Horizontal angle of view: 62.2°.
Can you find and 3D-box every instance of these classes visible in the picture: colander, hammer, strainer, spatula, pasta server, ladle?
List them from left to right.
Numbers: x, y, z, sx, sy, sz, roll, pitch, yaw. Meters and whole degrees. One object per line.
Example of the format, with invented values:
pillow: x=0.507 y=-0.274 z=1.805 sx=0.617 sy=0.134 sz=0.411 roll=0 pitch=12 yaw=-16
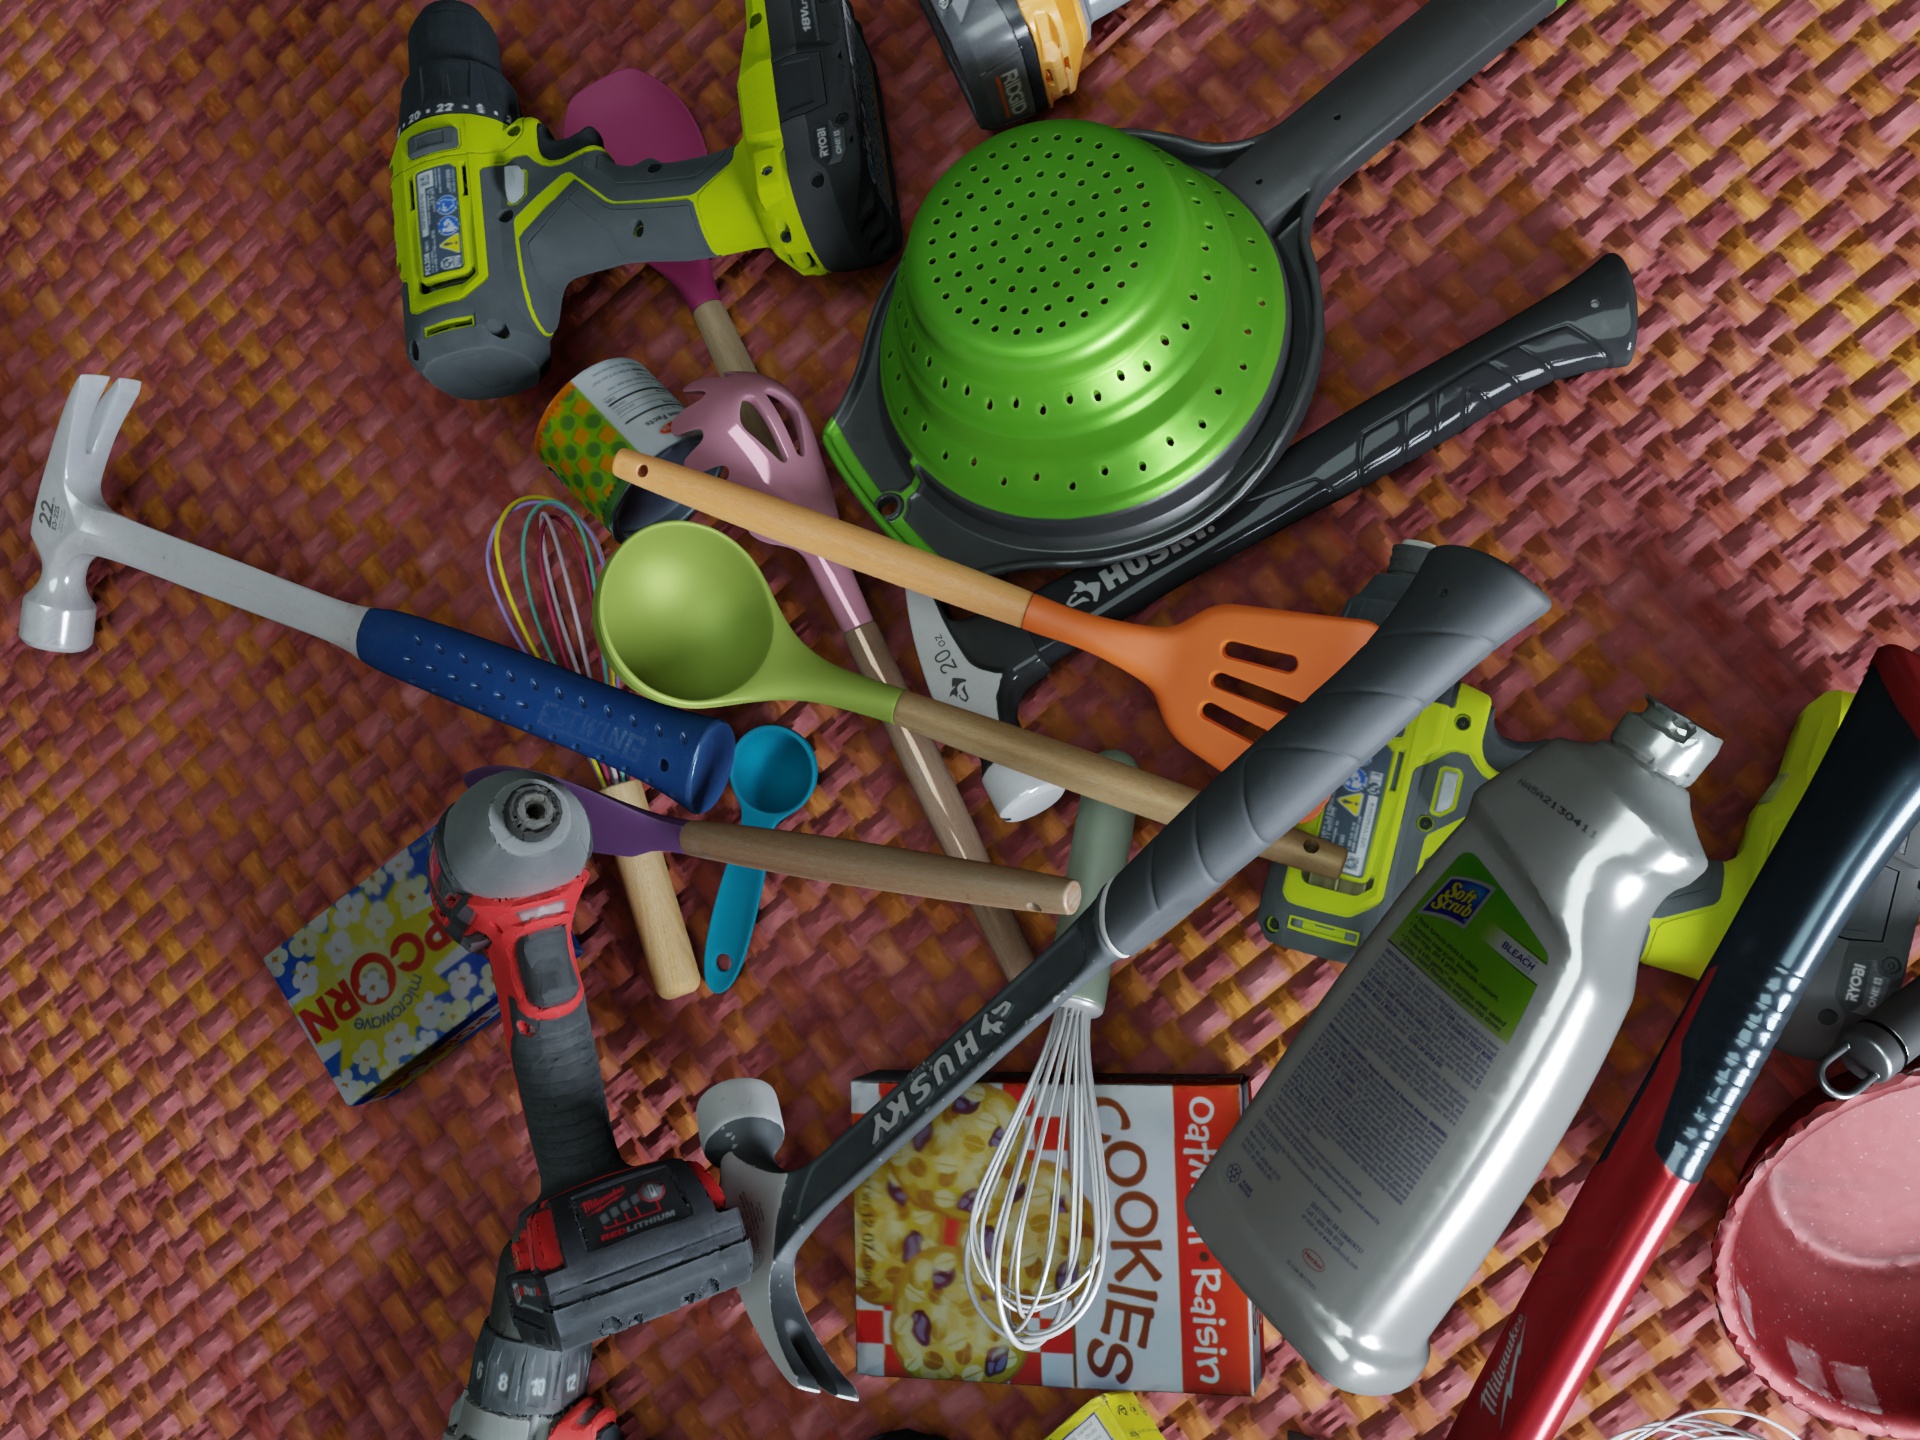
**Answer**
hammer: x=-0.283 y=-0.049 z=0.741 sx=0.406 sy=0.035 sz=0.144 roll=19 pitch=103 yaw=20
spatula: x=-0.092 y=0.049 z=0.651 sx=0.316 sy=0.059 sz=0.018 roll=6 pitch=51 yaw=33
pasta server: x=-0.036 y=-0.014 z=0.696 sx=0.060 sy=0.040 sz=0.316 roll=-26 pitch=91 yaw=-32
ladle: x=-0.001 y=-0.002 z=0.633 sx=0.320 sy=0.062 sz=0.078 roll=20 pitch=67 yaw=13
spatula: x=0.003 y=-0.053 z=0.637 sx=0.322 sy=0.041 sz=0.081 roll=21 pitch=98 yaw=9
hammer: x=0.046 y=0.088 z=0.583 sx=0.409 sy=0.036 sz=0.149 roll=-45 pitch=39 yaw=19
colander: x=0.105 y=-0.224 z=0.646 sx=0.397 sy=0.094 sz=0.205 roll=-39 pitch=67 yaw=2
hammer: x=0.129 y=-0.099 z=0.671 sx=0.335 sy=0.035 sz=0.146 roll=-30 pitch=69 yaw=7
hammer: x=0.229 y=0.151 z=0.553 sx=0.038 sy=0.143 sz=0.386 roll=23 pitch=99 yaw=-12
strainer: x=0.384 y=0.063 z=0.558 sx=0.258 sy=0.050 sz=0.087 roll=-27 pitch=71 yaw=-20

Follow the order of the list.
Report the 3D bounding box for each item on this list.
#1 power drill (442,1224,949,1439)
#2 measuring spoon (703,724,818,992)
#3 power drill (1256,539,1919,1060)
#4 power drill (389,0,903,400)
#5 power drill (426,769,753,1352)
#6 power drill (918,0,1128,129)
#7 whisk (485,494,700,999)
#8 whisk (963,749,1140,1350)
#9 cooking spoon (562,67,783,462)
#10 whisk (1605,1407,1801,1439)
power drill: x=-0.119 y=0.323 z=0.682 sx=0.227 sy=0.080 sz=0.188 roll=8 pitch=87 yaw=17
measuring spoon: x=-0.094 y=0.063 z=0.731 sx=0.042 sy=0.021 sz=0.128 roll=18 pitch=98 yaw=14
power drill: x=0.243 y=0.030 z=0.619 sx=0.223 sy=0.080 sz=0.171 roll=14 pitch=89 yaw=18
power drill: x=-0.153 y=-0.262 z=0.725 sx=0.228 sy=0.080 sz=0.191 roll=-11 pitch=76 yaw=10
power drill: x=-0.159 y=0.129 z=0.637 sx=0.078 sy=0.143 sz=0.220 roll=-13 pitch=77 yaw=-27
power drill: x=0.077 y=-0.386 z=0.695 sx=0.226 sy=0.084 sz=0.185 roll=-25 pitch=79 yaw=6
whisk: x=-0.162 y=0.009 z=0.738 sx=0.051 sy=0.047 sz=0.245 roll=-20 pitch=85 yaw=23
whisk: x=0.045 y=0.123 z=0.640 sx=0.058 sy=0.059 sz=0.246 roll=-5 pitch=60 yaw=32
cooking spoon: x=-0.109 y=-0.173 z=0.751 sx=0.069 sy=0.017 sz=0.319 roll=-27 pitch=79 yaw=4
whisk: x=0.191 y=0.334 z=0.615 sx=0.284 sy=0.070 sz=0.070 roll=-27 pitch=79 yaw=16
